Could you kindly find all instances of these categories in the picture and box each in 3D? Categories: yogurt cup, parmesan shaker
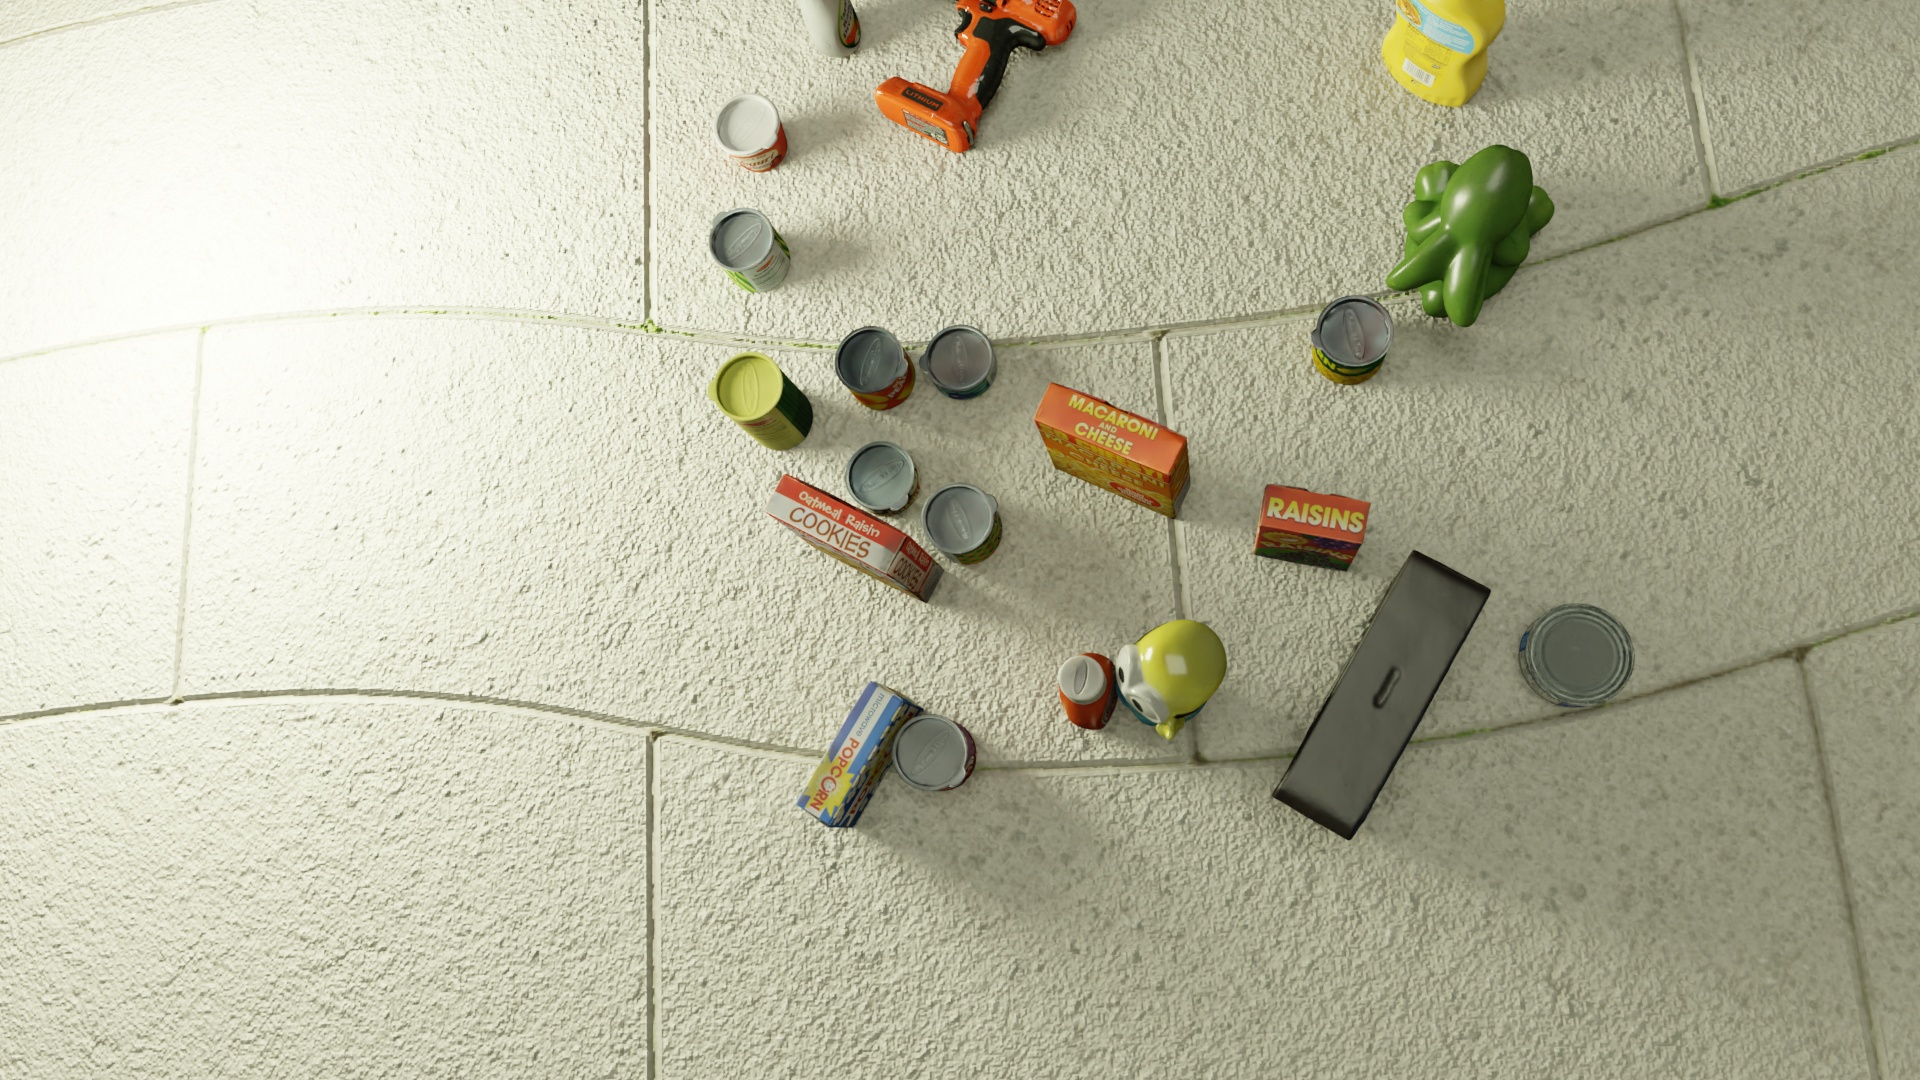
[{"bbox_3d":[-0.207,-0.404,1.389,0.072,0.054,0.072,-2,78,9],"label":"yogurt cup"},{"bbox_3d":[-0.186,-0.129,1.299,0.071,0.103,0.071,-2,78,9],"label":"parmesan shaker"}]

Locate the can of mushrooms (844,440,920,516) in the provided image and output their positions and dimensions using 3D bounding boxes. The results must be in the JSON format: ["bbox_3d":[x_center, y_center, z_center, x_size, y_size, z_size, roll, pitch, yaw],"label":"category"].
[{"bbox_3d":[-0.071,-0.055,1.300,0.071,0.033,0.071,-2,78,9],"label":"can of mushrooms"}]

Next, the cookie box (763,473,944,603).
[{"bbox_3d":[-0.089,0.000,1.221,0.123,0.167,0.040,26,84,14],"label":"cookie box"}]

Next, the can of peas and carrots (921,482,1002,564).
[{"bbox_3d":[0.005,-0.016,1.265,0.071,0.058,0.071,-2,78,9],"label":"can of peas and carrots"}]

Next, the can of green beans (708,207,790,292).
[{"bbox_3d":[-0.206,-0.284,1.360,0.071,0.057,0.071,-2,78,9],"label":"can of green beans"}]

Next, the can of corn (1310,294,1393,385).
[{"bbox_3d":[0.347,-0.177,1.242,0.071,0.058,0.071,-2,78,9],"label":"can of corn"}]

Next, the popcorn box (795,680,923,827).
[{"bbox_3d":[-0.087,0.189,1.222,0.038,0.085,0.127,30,84,14],"label":"popcorn box"}]

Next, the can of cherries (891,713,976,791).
[{"bbox_3d":[-0.021,0.190,1.225,0.071,0.058,0.071,-2,78,9],"label":"can of cherries"}]

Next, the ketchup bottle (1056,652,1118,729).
[{"bbox_3d":[0.107,0.123,1.171,0.043,0.148,0.065,10,80,12],"label":"ketchup bottle"}]

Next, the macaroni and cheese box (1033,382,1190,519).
[{"bbox_3d":[0.134,-0.076,1.200,0.124,0.166,0.040,24,84,14],"label":"macaroni and cheese box"}]

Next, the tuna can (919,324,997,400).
[{"bbox_3d":[-0.001,-0.167,1.313,0.071,0.033,0.071,-2,78,9],"label":"tuna can"}]

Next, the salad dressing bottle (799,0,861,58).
[{"bbox_3d":[-0.135,-0.529,1.355,0.044,0.147,0.064,6,79,11],"label":"salad dressing bottle"}]

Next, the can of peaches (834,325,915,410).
[{"bbox_3d":[-0.078,-0.161,1.311,0.071,0.058,0.071,-2,78,9],"label":"can of peaches"}]

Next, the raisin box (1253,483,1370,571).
[{"bbox_3d":[0.297,-0.010,1.180,0.086,0.123,0.040,11,81,12],"label":"raisin box"}]
